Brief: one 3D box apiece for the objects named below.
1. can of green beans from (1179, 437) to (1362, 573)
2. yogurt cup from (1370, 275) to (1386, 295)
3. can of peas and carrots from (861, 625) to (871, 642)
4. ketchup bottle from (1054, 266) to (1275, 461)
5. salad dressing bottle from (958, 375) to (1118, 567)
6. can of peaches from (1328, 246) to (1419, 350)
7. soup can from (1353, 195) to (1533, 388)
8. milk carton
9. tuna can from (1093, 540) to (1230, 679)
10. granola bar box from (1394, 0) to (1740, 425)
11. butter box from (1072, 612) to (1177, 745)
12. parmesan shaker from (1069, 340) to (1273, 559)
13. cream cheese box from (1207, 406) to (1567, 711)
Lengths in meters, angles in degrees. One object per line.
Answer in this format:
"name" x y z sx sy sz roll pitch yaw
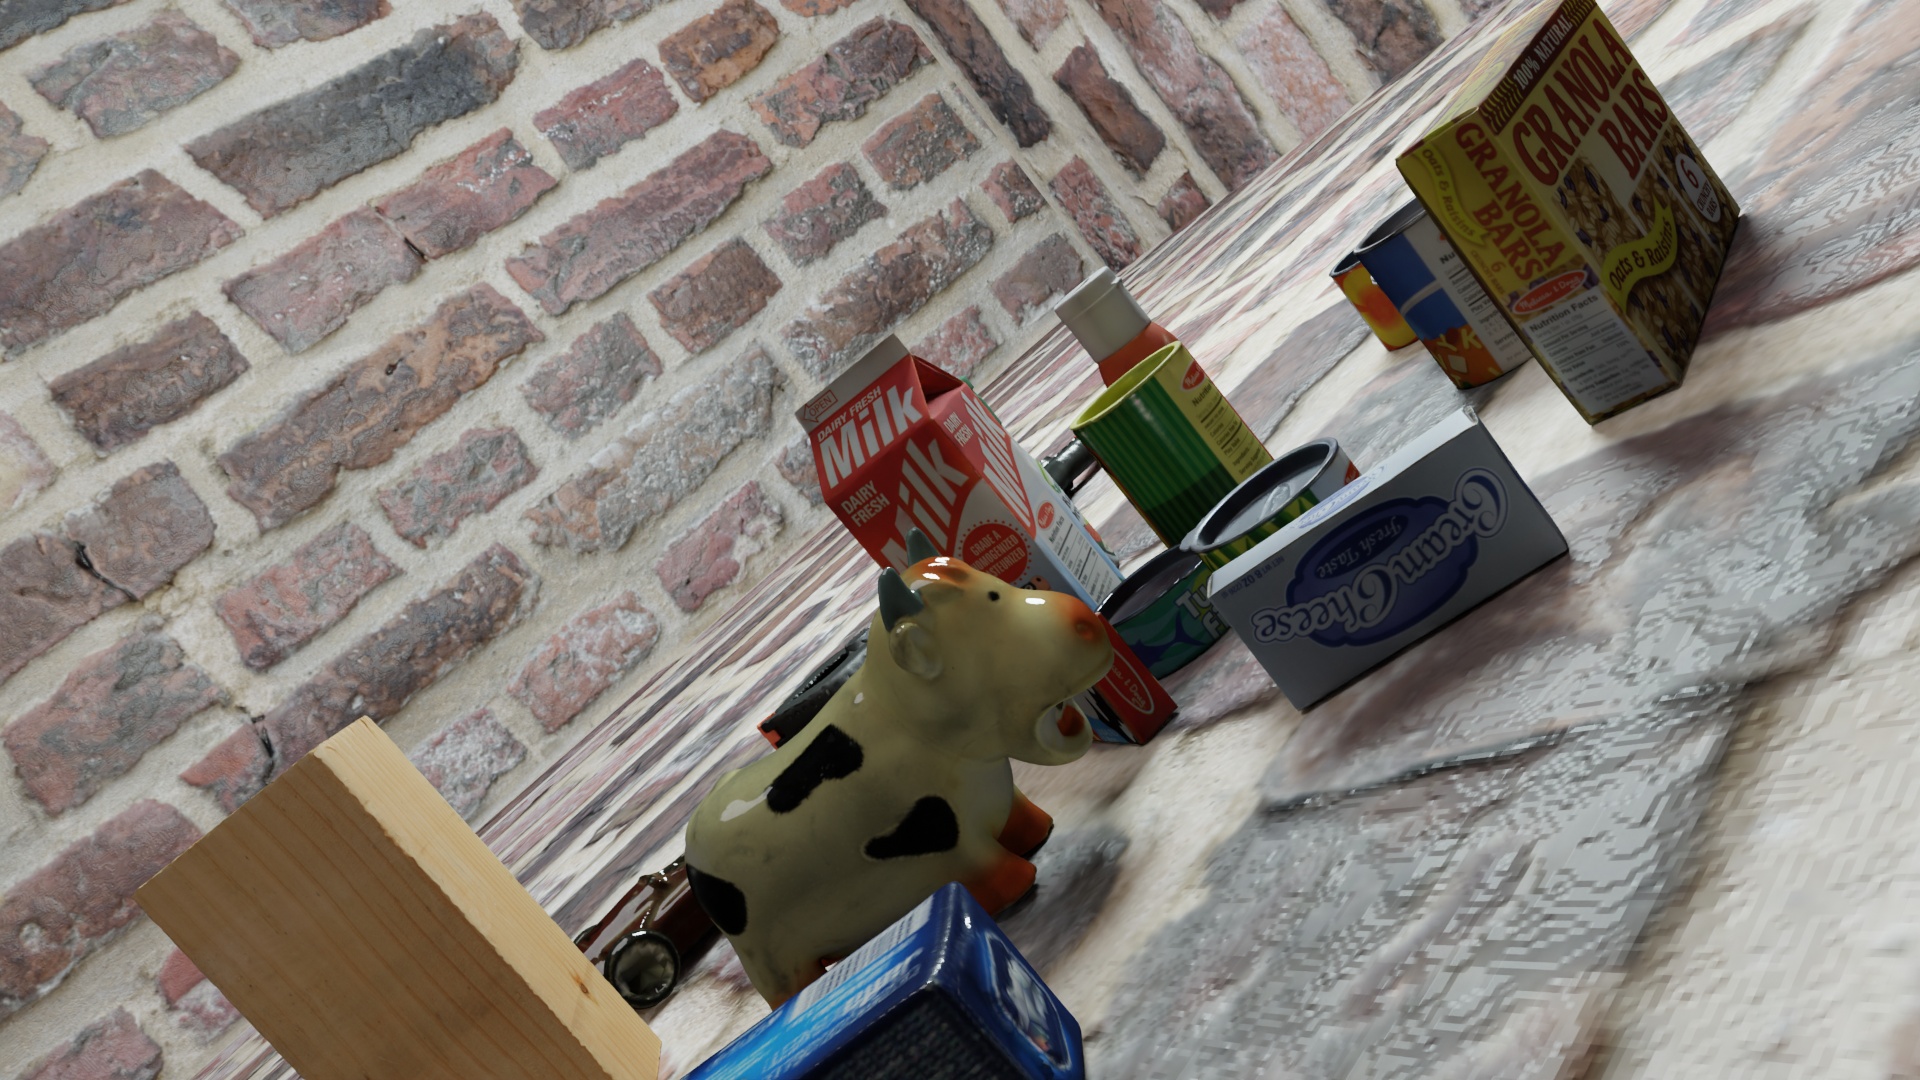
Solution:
"can of green beans" 0.129 0.004 0.515 0.071 0.058 0.071 -38 7 6
"yogurt cup" 0.262 -0.139 0.739 0.072 0.054 0.072 -38 7 6
"can of peas and carrots" -0.017 0.062 0.871 0.071 0.058 0.071 -38 7 6
"ketchup bottle" 0.109 -0.076 0.733 0.043 0.148 0.065 -34 9 34
"salad dressing bottle" 0.034 -0.031 0.831 0.044 0.147 0.064 -38 7 8
"can of peaches" 0.262 -0.154 0.812 0.071 0.058 0.071 -38 7 6
"soup can" 0.236 -0.124 0.655 0.071 0.083 0.071 -38 7 6
"milk carton" 0.002 -0.009 0.687 0.072 0.190 0.074 -36 8 22
"tuna can" 0.094 0.031 0.622 0.071 0.033 0.071 -38 8 6
"granola bar box" 0.244 -0.138 0.547 0.039 0.124 0.166 -32 11 47
"butter box" 0.047 0.060 0.596 0.024 0.053 0.103 -42 8 -18
"parmesan shaker" 0.108 -0.033 0.660 0.071 0.103 0.071 -38 7 6
"cream cheese box" 0.140 0.007 0.461 0.103 0.053 0.024 -36 8 20
